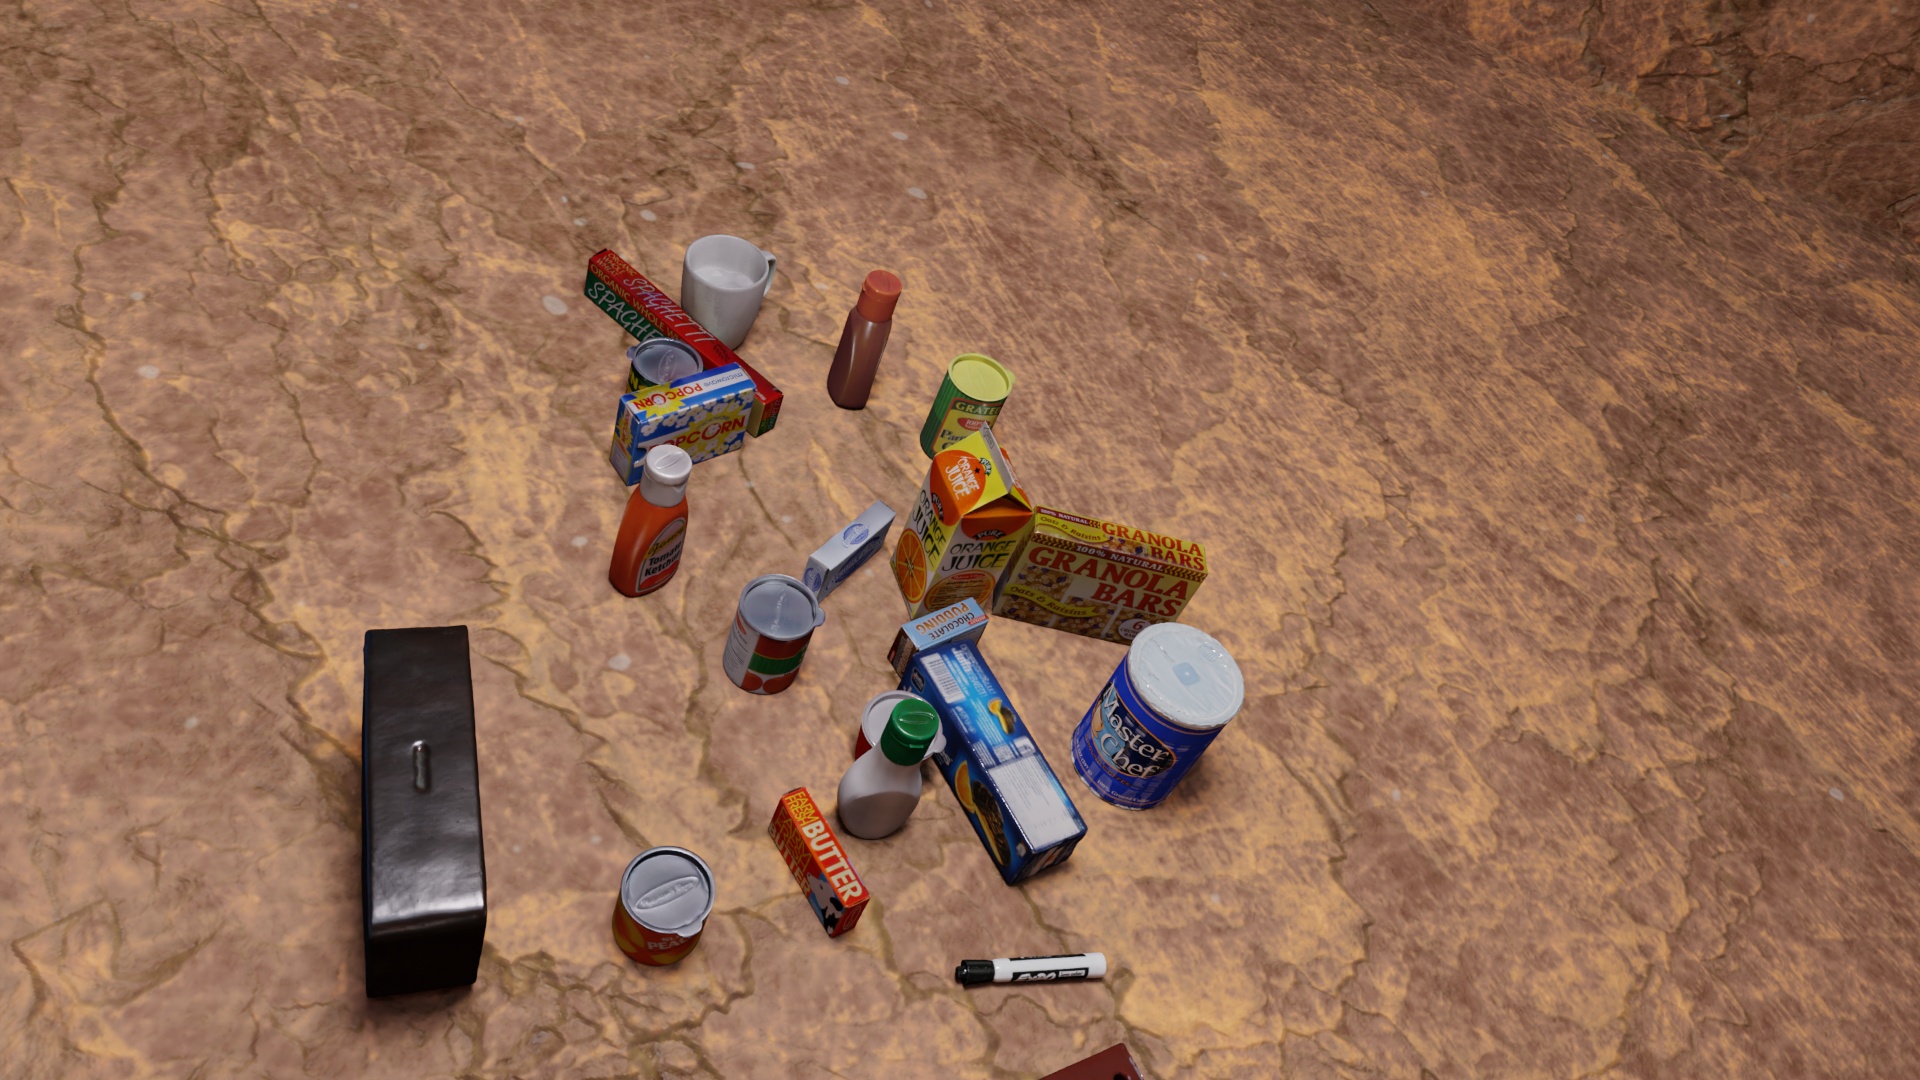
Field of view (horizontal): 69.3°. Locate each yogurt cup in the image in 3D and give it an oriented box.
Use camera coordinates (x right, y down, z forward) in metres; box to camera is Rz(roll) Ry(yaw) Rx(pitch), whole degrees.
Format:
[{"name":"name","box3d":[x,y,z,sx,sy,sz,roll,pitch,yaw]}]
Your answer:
[{"name":"yogurt cup","box3d":[-0.054,0.165,1.143,0.072,0.053,0.073,12,47,-13]}]

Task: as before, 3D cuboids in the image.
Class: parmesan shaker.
[{"name":"parmesan shaker","box3d":[0.007,-0.128,1.393,0.071,0.102,0.072,12,47,-13]}]

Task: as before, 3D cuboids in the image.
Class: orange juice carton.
[{"name":"orange juice carton","box3d":[0.004,-0.015,1.230,0.073,0.191,0.072,-4,53,-26]}]

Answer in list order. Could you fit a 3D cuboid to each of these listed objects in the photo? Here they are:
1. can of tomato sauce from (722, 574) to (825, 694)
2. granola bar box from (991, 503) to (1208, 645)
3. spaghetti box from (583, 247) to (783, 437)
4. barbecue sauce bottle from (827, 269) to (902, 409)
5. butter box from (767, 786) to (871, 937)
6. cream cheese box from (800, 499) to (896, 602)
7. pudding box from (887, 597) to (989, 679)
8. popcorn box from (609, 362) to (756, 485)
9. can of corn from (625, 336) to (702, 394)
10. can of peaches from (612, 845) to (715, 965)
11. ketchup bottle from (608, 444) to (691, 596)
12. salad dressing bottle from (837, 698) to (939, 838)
[{"name":"can of tomato sauce","box3d":[-0.156,0.079,1.156,0.071,0.082,0.071,12,47,-13]},{"name":"granola bar box","box3d":[0.126,0.036,1.283,0.166,0.123,0.039,13,47,-11]},{"name":"spaghetti box","box3d":[-0.277,-0.197,1.372,0.250,0.049,0.029,40,47,14]},{"name":"barbecue sauce bottle","box3d":[-0.095,-0.202,1.384,0.044,0.147,0.065,5,49,-19]},{"name":"butter box","box3d":[-0.108,0.243,1.052,0.024,0.052,0.104,-17,59,-34]},{"name":"cream cheese box","box3d":[-0.102,0.010,1.260,0.024,0.053,0.104,37,47,11]},{"name":"pudding box","box3d":[-0.019,0.087,1.230,0.084,0.049,0.030,-21,61,-35]},{"name":"popcorn box","box3d":[-0.255,-0.108,1.278,0.127,0.084,0.038,-23,63,-36]},{"name":"can of corn","box3d":[-0.286,-0.151,1.322,0.071,0.058,0.071,12,47,-13]},{"name":"can of peaches","box3d":[-0.211,0.262,0.989,0.071,0.057,0.071,12,47,-13]},{"name":"ketchup bottle","box3d":[-0.254,-0.018,1.155,0.043,0.148,0.065,41,48,14]},{"name":"salad dressing bottle","box3d":[-0.054,0.176,1.068,0.064,0.146,0.044,4,49,-20]}]
